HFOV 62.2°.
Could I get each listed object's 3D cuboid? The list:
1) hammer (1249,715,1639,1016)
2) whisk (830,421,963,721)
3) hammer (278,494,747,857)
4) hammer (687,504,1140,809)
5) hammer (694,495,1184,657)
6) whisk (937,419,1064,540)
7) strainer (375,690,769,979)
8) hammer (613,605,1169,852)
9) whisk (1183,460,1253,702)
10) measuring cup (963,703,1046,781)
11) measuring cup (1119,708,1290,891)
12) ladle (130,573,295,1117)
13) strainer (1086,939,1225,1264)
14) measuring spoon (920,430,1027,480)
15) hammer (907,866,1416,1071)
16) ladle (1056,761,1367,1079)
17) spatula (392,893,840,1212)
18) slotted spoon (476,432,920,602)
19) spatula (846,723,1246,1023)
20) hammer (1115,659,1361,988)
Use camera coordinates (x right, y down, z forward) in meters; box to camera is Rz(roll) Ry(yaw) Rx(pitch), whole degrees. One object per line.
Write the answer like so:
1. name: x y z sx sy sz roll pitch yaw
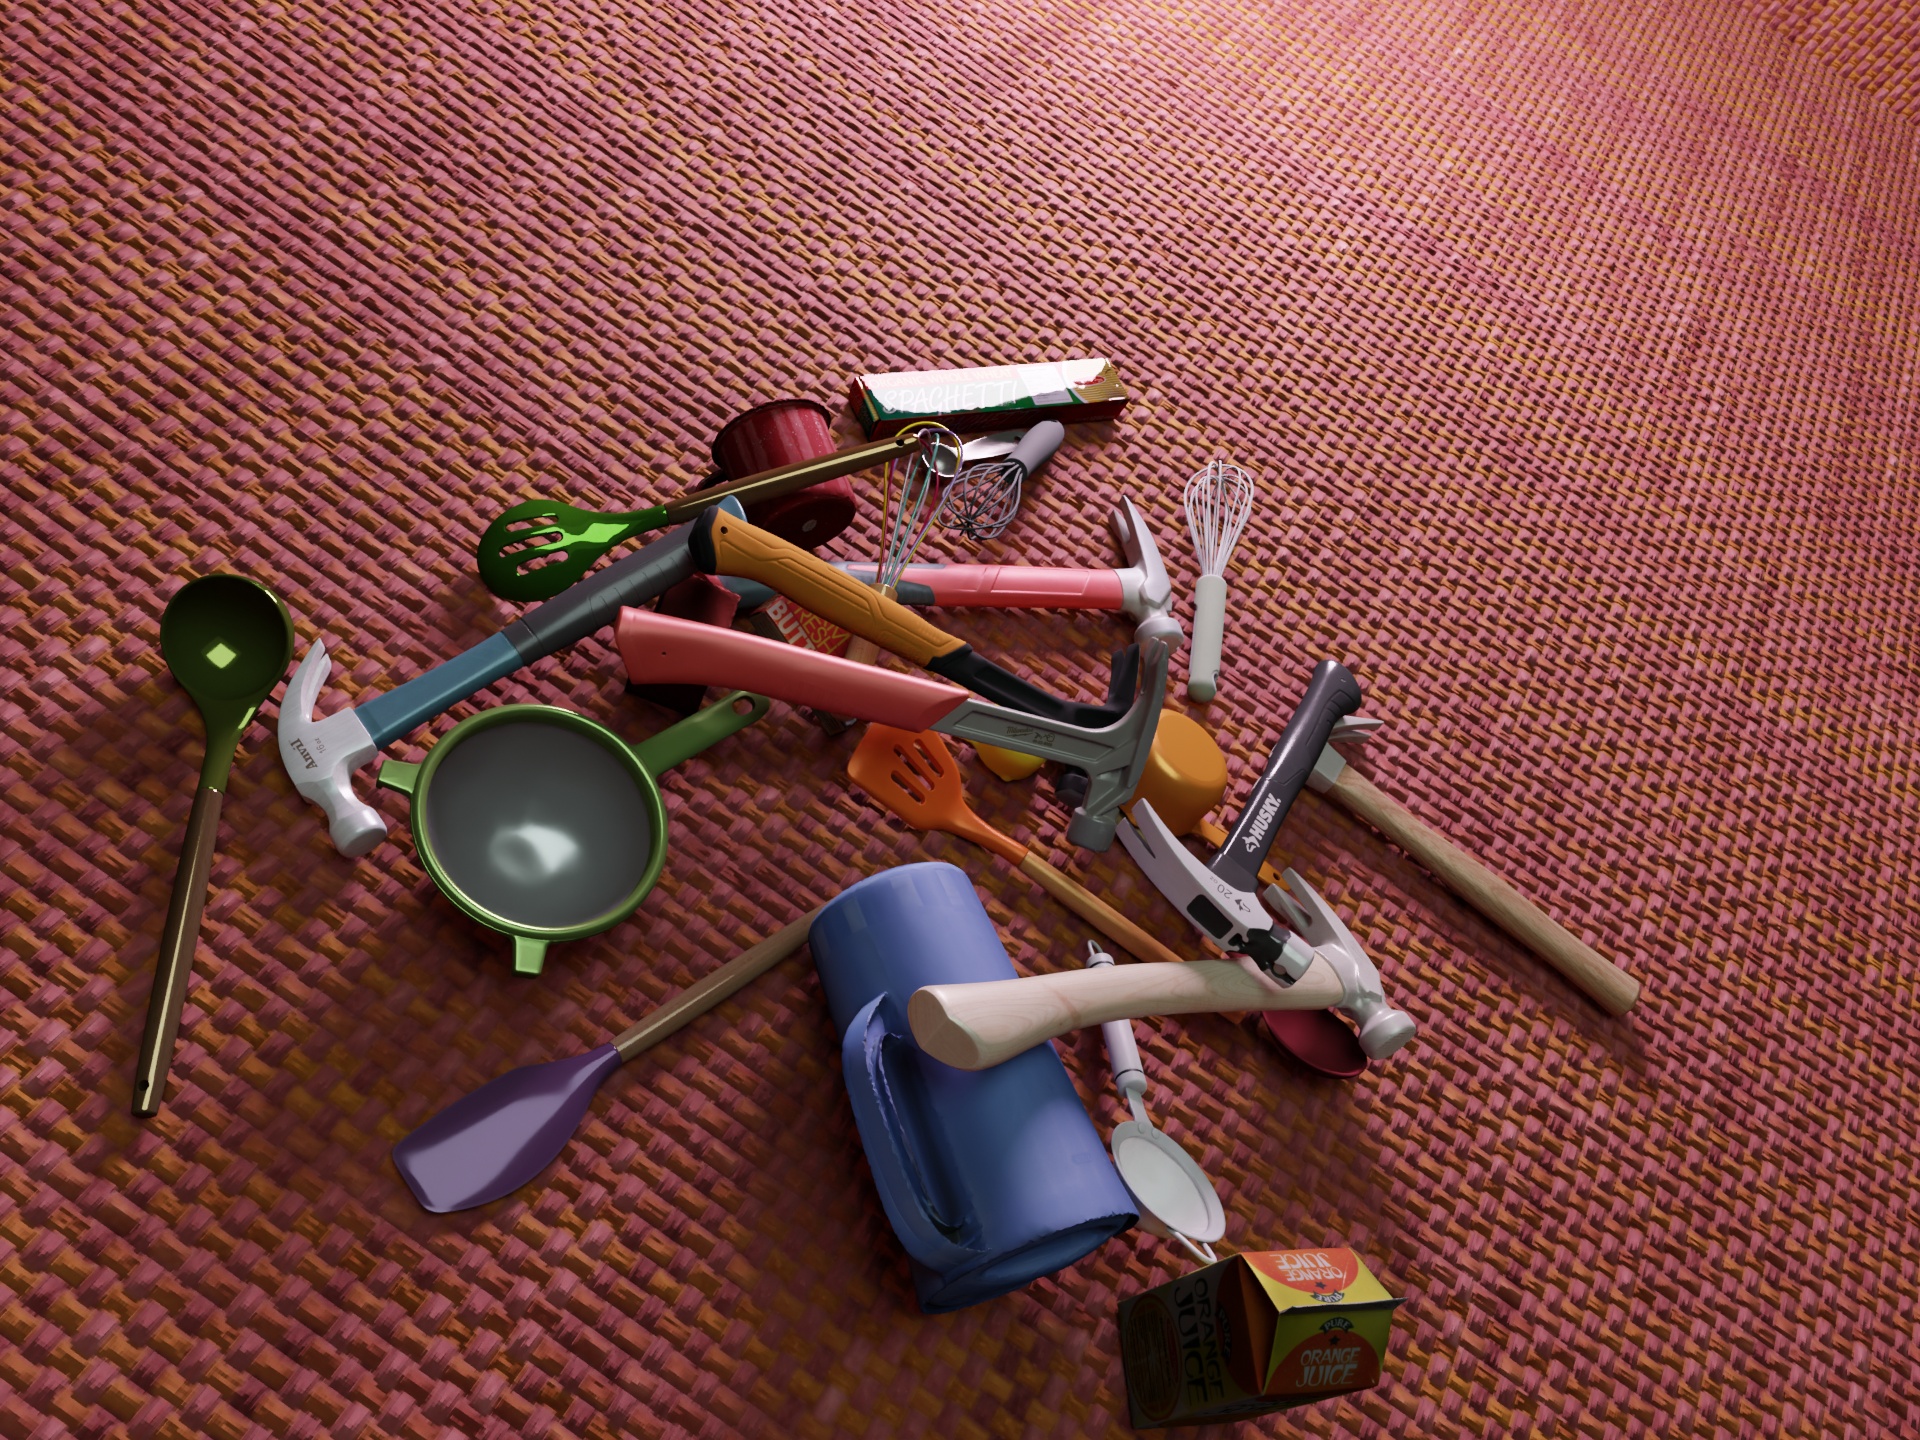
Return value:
1. hammer: 0.381 0.112 1.225 0.331 0.031 0.130 37 52 3
2. whisk: -0.052 -0.110 1.118 0.047 0.051 0.245 30 63 -27
3. hammer: -0.270 -0.051 1.005 0.331 0.033 0.128 -33 72 -22
4. hammer: -0.026 -0.061 1.077 0.336 0.034 0.127 27 68 -21
5. hammer: -0.019 -0.114 1.197 0.386 0.038 0.143 0 58 -24
6. whisk: 0.039 -0.194 1.244 0.055 0.055 0.239 35 33 1
7. strainer: -0.222 0.048 0.982 0.256 0.069 0.151 -33 83 -41
8. hammer: -0.043 -0.023 1.027 0.359 0.037 0.149 14 97 -16
9. whisk: 0.204 -0.117 1.296 0.059 0.057 0.247 -1 55 17
10. measuring cup: -0.002 -0.004 1.118 0.156 0.029 0.062 20 57 -25
11. measuring cup: 0.184 0.059 1.152 0.173 0.052 0.095 37 37 -3
12. ladle: -0.431 0.060 0.892 0.078 0.062 0.320 -3 61 0
13. strainer: 0.108 0.235 0.991 0.086 0.050 0.259 29 30 -29
14. measuring spoon: 0.013 -0.216 1.297 0.124 0.018 0.034 -23 72 -41
15. hammer: 0.125 0.158 0.982 0.410 0.038 0.146 4 43 -44
16. ladle: 0.165 0.130 1.121 0.315 0.031 0.069 49 35 15
17. spatula: -0.182 0.185 0.939 0.316 0.018 0.060 -32 77 -35
18. slotted spoon: -0.177 -0.150 1.088 0.313 0.031 0.070 -18 80 -10
19. spatula: 0.065 0.106 1.085 0.322 0.041 0.081 36 58 1
20. hammer: 0.222 0.042 1.125 0.146 0.035 0.335 38 39 3
